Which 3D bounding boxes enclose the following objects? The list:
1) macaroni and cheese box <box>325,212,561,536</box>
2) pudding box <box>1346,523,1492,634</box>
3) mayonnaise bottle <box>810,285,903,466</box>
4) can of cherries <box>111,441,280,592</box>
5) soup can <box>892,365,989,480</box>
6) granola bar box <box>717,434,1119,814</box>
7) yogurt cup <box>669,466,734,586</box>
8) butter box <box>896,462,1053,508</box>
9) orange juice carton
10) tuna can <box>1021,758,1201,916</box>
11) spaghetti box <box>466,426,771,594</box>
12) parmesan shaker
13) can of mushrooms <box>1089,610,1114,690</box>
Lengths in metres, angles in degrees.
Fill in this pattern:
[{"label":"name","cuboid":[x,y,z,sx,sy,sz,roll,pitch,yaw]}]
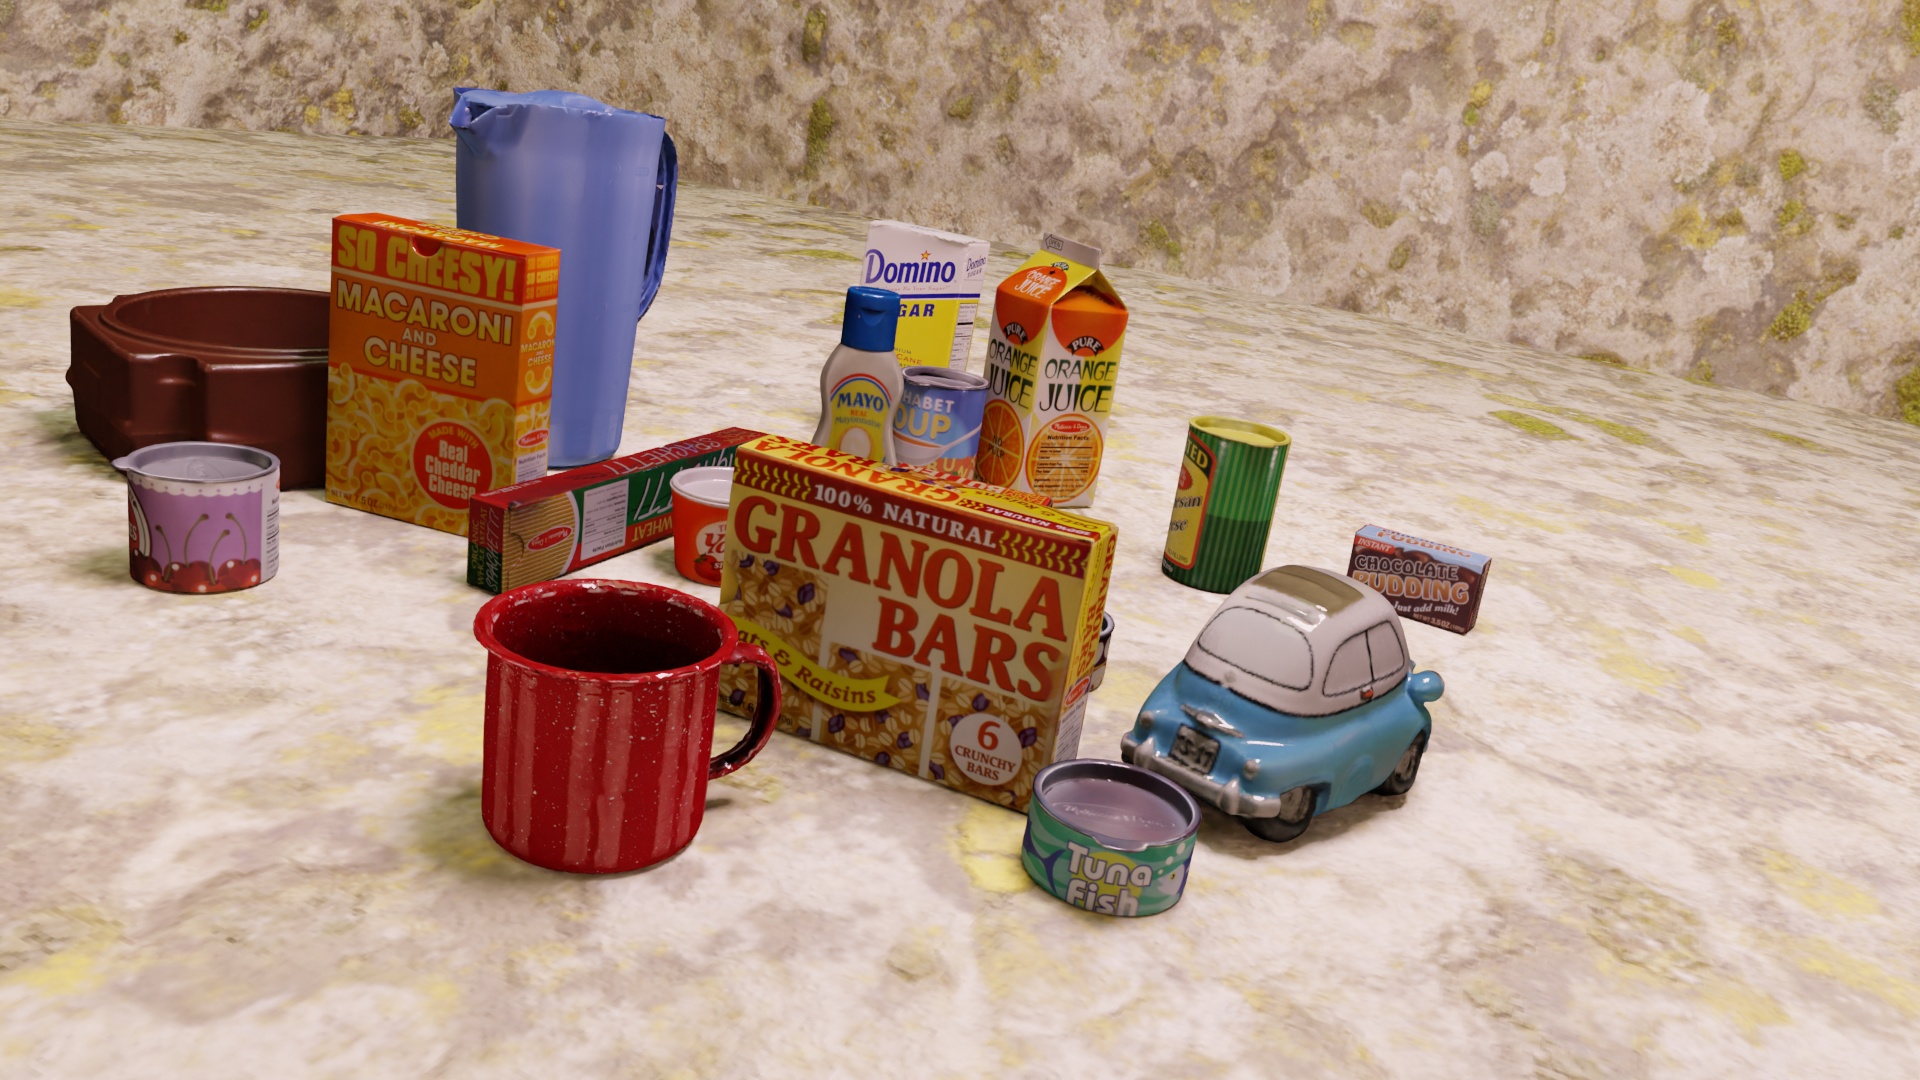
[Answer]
[{"label":"macaroni and cheese box","cuboid":[-0.294,-0.091,0.786,0.124,0.165,0.040,13,18,12]},{"label":"pudding box","cuboid":[0.297,0.024,0.907,0.084,0.049,0.030,18,20,27]},{"label":"mayonnaise bottle","cuboid":[-0.068,-0.095,0.937,0.065,0.147,0.041,7,17,-7]},{"label":"can of cherries","cuboid":[-0.373,-0.012,0.680,0.071,0.058,0.072,8,18,-2]},{"label":"soup can","cuboid":[-0.020,-0.080,1.019,0.071,0.083,0.071,8,17,-2]},{"label":"granola bar box","cuboid":[-0.025,0.034,0.599,0.165,0.123,0.039,15,18,19]},{"label":"yogurt cup","cuboid":[-0.132,-0.007,0.789,0.072,0.053,0.072,8,18,-2]},{"label":"butter box","cuboid":[0.003,-0.011,0.867,0.103,0.053,0.024,14,18,14]},{"label":"orange juice carton","cuboid":[0.066,-0.125,1.020,0.073,0.192,0.072,-2,20,-32]},{"label":"tuna can","cuboid":[0.058,0.115,0.537,0.071,0.032,0.071,8,18,-2]},{"label":"spaghetti box","cuboid":[-0.190,-0.024,0.818,0.029,0.050,0.251,16,19,21]},{"label":"parmesan shaker","cuboid":[0.172,-0.023,0.903,0.071,0.102,0.071,8,17,-2]},{"label":"can of mushrooms","cuboid":[0.045,0.051,0.726,0.071,0.033,0.071,8,18,-2]}]
